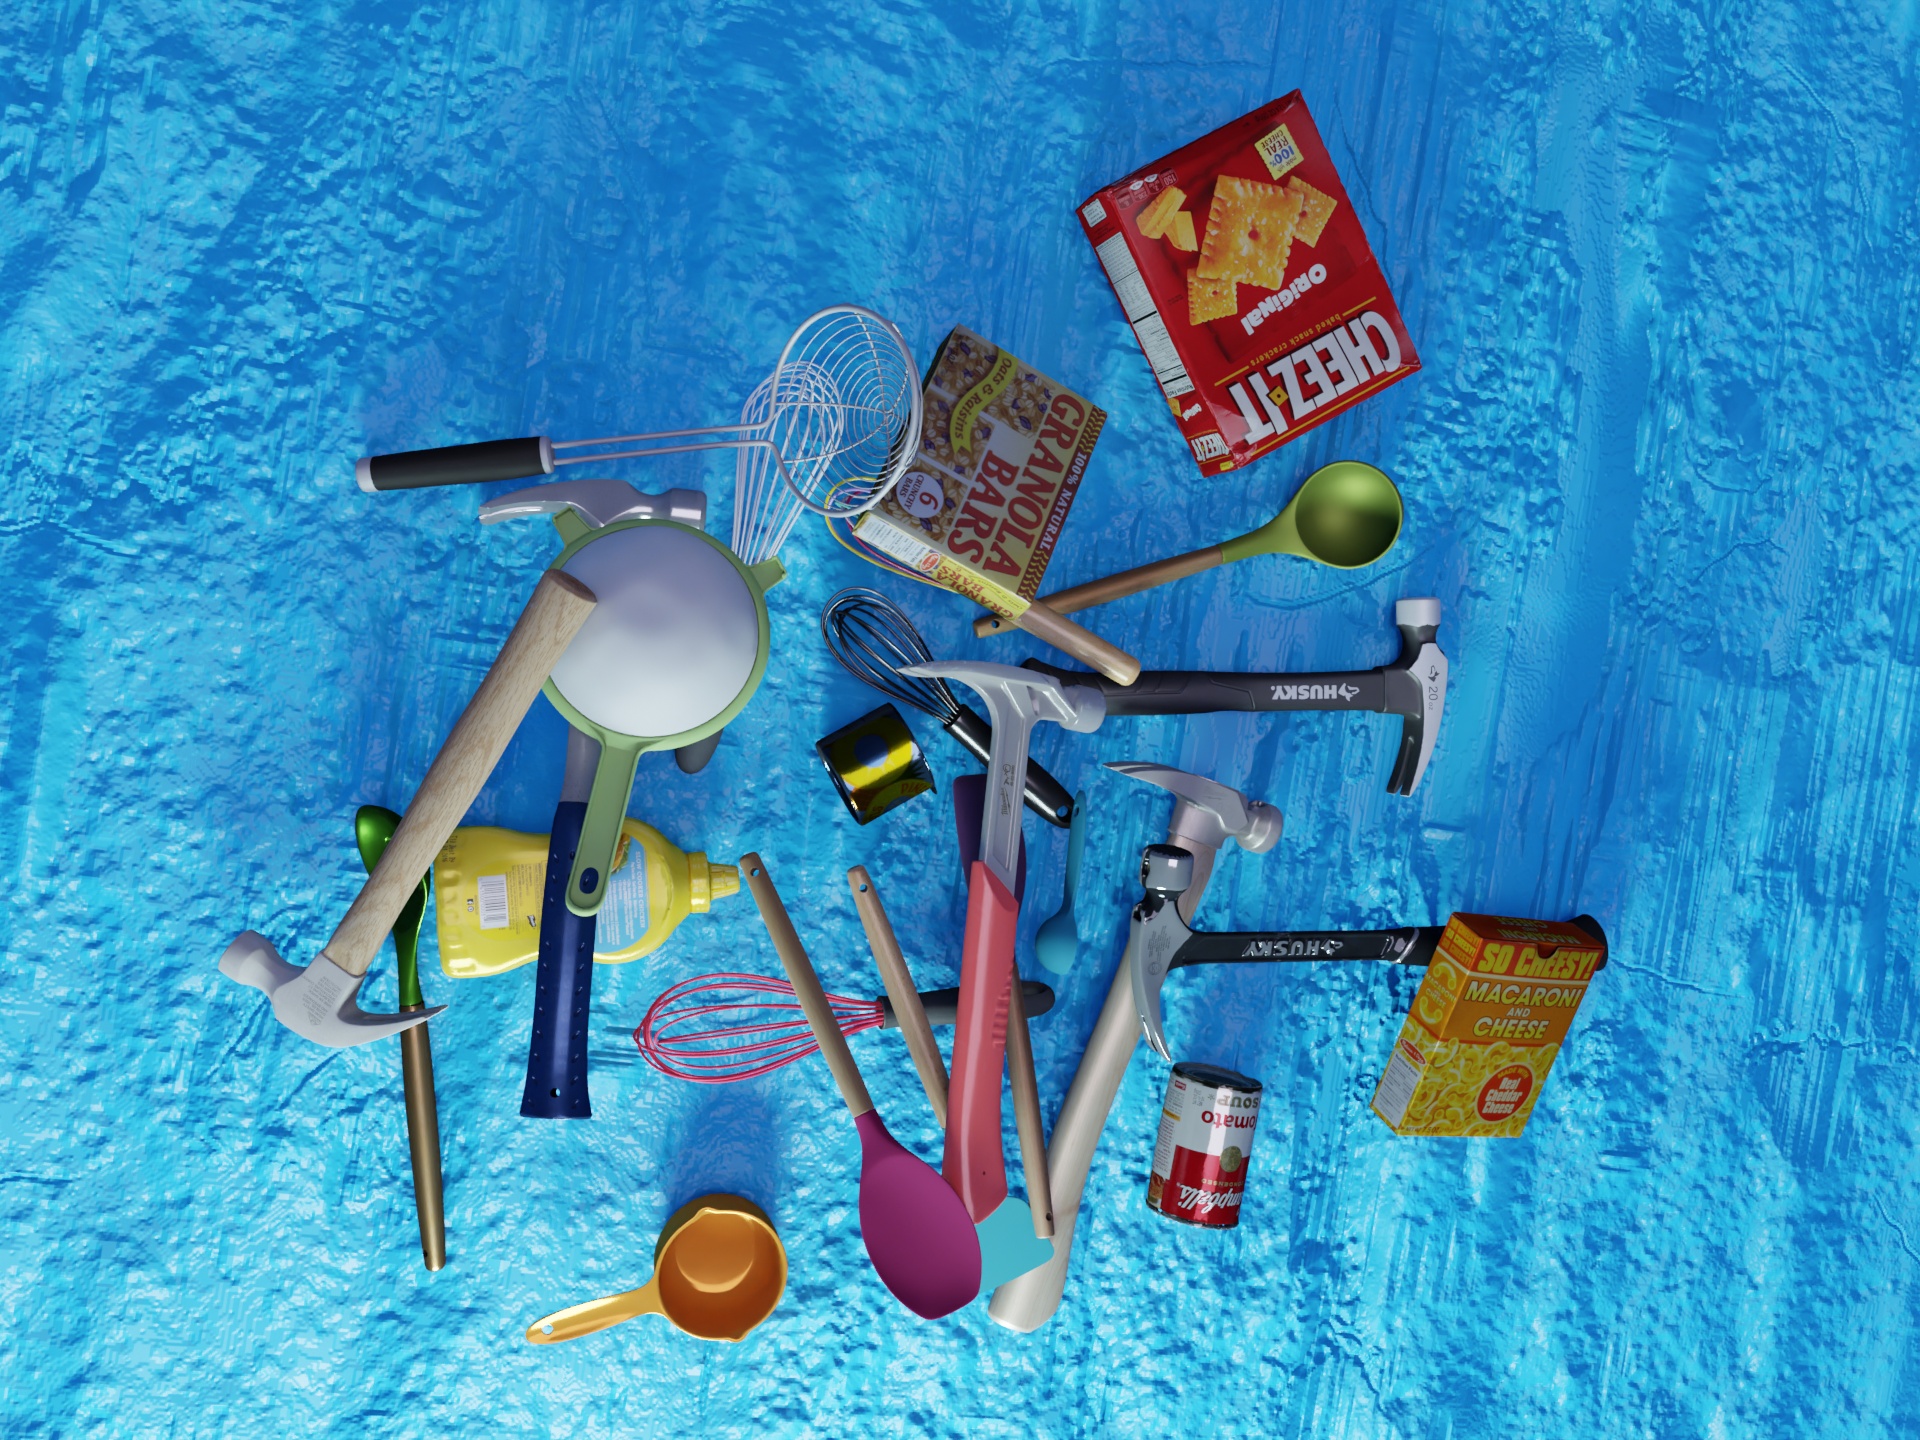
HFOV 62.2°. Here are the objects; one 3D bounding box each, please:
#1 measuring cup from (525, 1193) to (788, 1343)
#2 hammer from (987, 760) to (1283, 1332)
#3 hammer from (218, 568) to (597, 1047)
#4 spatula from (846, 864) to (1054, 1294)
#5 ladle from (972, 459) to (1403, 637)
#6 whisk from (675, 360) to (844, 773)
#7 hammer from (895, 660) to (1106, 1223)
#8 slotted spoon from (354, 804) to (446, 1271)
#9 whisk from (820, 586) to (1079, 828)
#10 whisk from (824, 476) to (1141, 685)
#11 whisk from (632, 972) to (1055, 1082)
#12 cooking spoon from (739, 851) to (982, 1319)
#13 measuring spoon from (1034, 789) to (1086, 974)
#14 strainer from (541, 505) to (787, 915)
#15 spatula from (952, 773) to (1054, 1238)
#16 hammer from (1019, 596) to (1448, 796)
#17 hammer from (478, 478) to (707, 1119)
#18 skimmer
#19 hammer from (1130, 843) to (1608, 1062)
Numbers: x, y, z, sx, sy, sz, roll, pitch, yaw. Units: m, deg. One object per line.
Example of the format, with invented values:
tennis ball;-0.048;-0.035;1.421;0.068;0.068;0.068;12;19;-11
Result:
measuring cup;-0.203;0.375;1.064;0.173;0.052;0.095;-15;96;-10
hammer;0.098;0.231;1.123;0.146;0.038;0.410;21;90;-29
hammer;-0.314;0.056;0.958;0.130;0.031;0.331;34;100;3
spatula;-0.019;0.244;1.066;0.082;0.044;0.317;-21;96;-10
ladle;0.162;-0.111;1.125;0.320;0.062;0.078;-18;92;-9
whisk;-0.142;-0.101;1.056;0.070;0.070;0.284;17;94;-14
hammer;0.011;0.142;1.039;0.149;0.037;0.359;10;83;-28
slotted spoon;-0.353;0.206;1.026;0.031;0.070;0.313;-12;103;-49
whisk;-0.001;-0.004;1.098;0.238;0.055;0.055;42;83;-16
whisk;0.017;-0.094;1.083;0.245;0.051;0.047;30;78;-6
whisk;-0.074;0.200;1.083;0.295;0.073;0.073;-2;93;-18
cooking spoon;-0.073;0.229;1.026;0.069;0.017;0.319;-26;79;0
measuring spoon;0.069;0.111;1.102;0.021;0.042;0.128;8;87;-21
strainer;-0.200;-0.010;0.964;0.151;0.069;0.256;13;76;-9
spatula;0.037;0.192;1.092;0.059;0.018;0.316;0;78;-38
hammer;0.194;-0.015;1.147;0.334;0.035;0.146;-1;92;-13
hammer;-0.245;0.041;1.000;0.144;0.035;0.406;4;78;-12
skimmer;-0.202;-0.174;0.973;0.363;0.090;0.127;-6;91;2
hammer;0.305;0.169;1.155;0.408;0.036;0.149;3;100;-22
